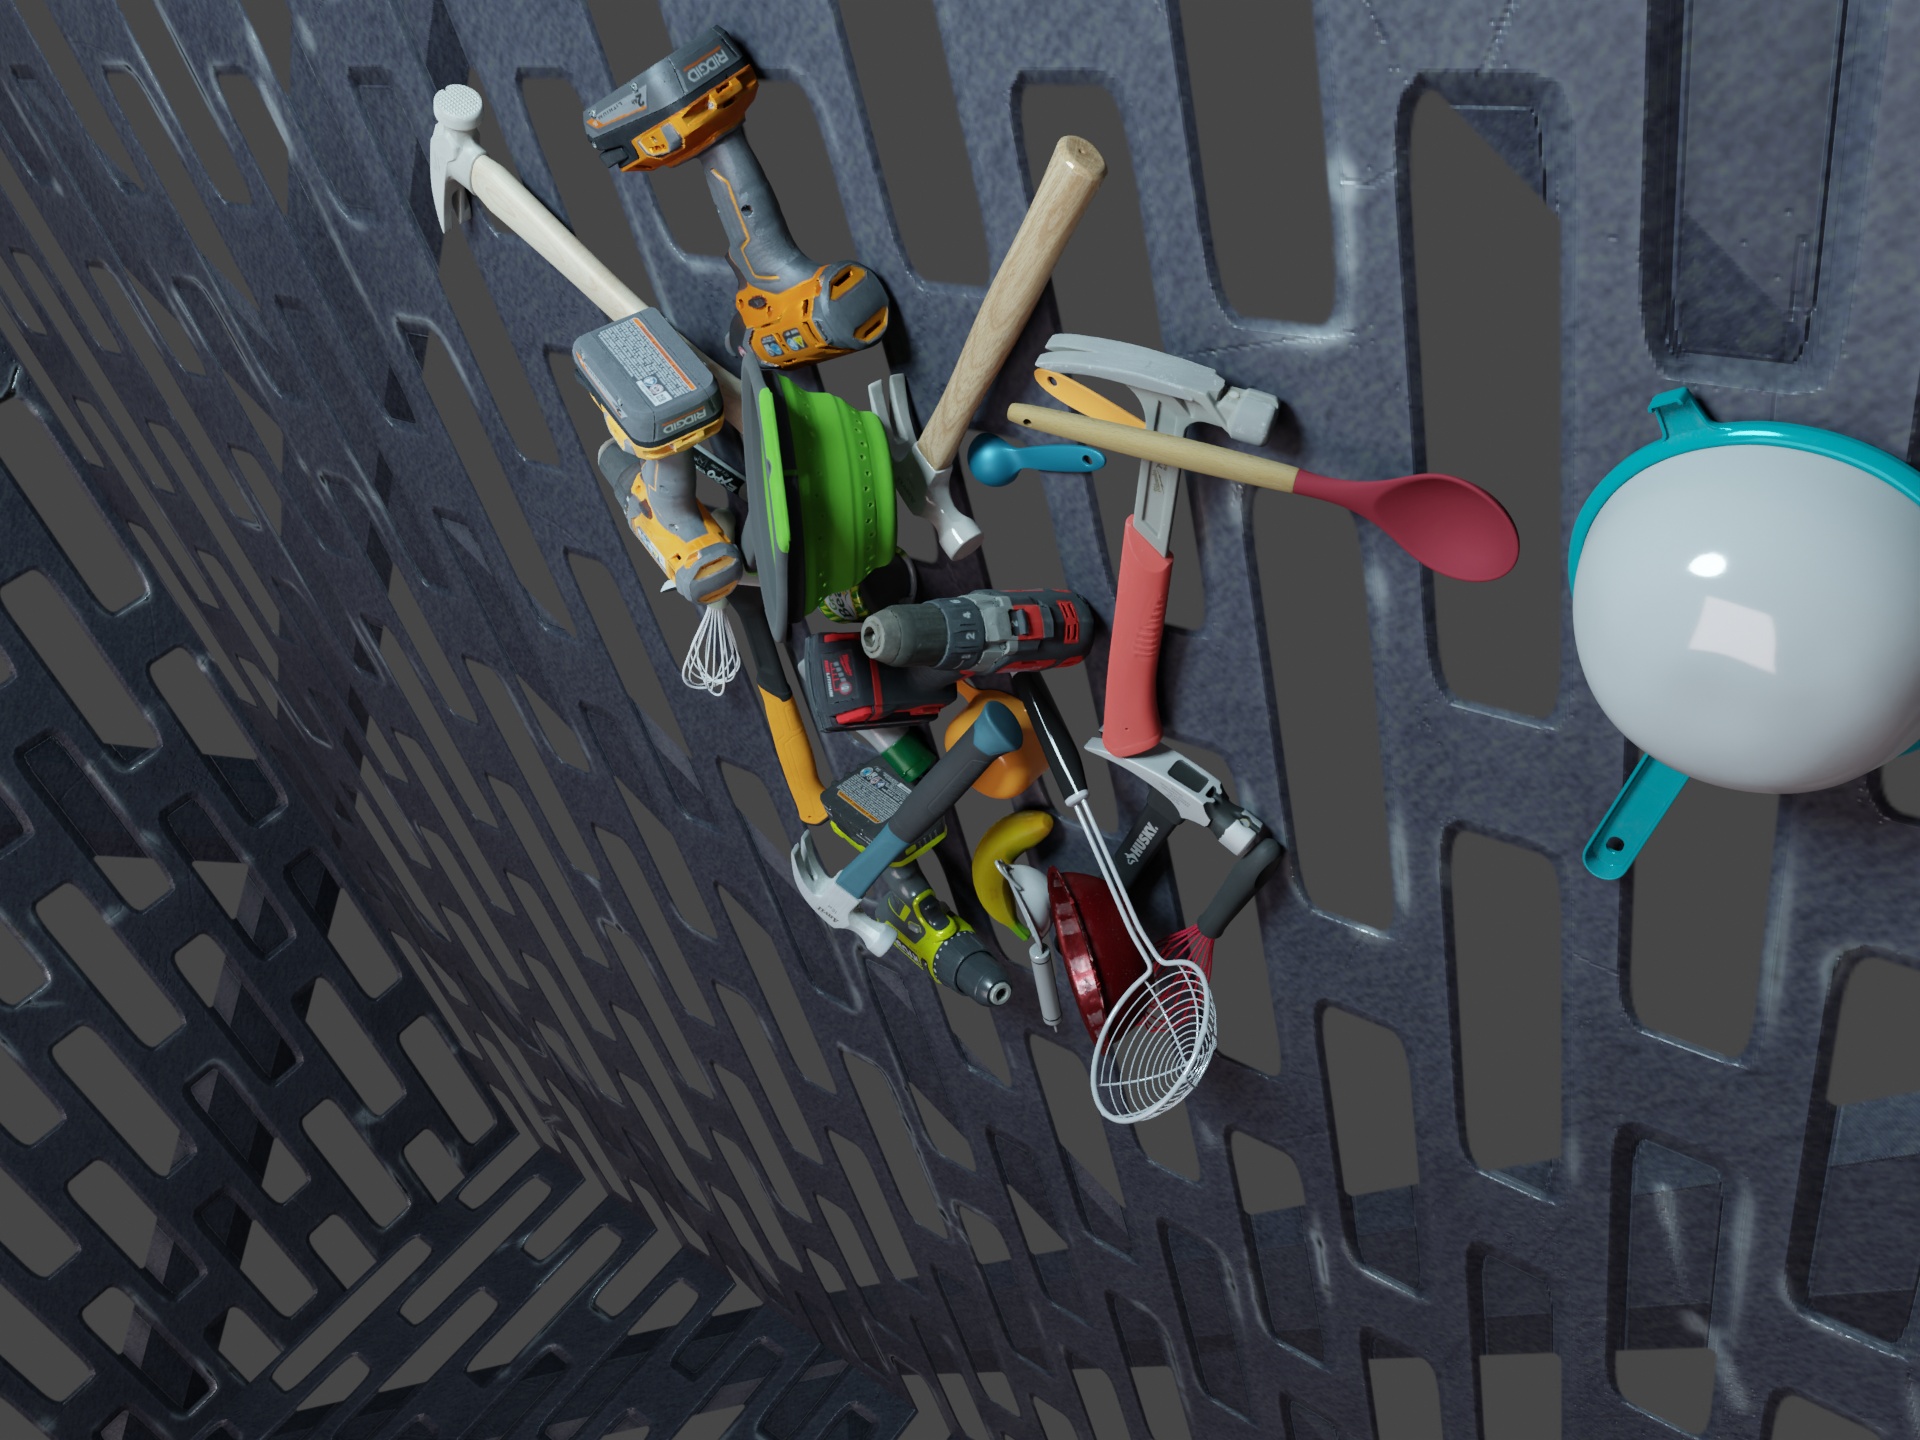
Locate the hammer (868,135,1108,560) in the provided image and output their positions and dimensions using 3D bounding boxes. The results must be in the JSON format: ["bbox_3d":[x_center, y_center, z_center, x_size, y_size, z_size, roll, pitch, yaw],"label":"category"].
[{"bbox_3d":[0.017,-0.248,1.048,0.130,0.031,0.331,54,147,14],"label":"hammer"}]

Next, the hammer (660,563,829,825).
[{"bbox_3d":[-0.181,-0.017,1.531,0.127,0.034,0.336,4,137,16],"label":"hammer"}]

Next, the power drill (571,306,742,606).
[{"bbox_3d":[-0.252,-0.223,1.292,0.185,0.084,0.226,50,158,28],"label":"power drill"}]

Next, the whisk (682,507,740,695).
[{"bbox_3d":[-0.232,-0.109,1.505,0.058,0.059,0.246,61,154,31],"label":"whisk"}]

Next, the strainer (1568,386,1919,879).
[{"bbox_3d":[0.390,0.004,0.848,0.211,0.095,0.340,33,145,21],"label":"strainer"}]

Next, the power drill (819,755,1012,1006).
[{"bbox_3d":[-0.037,0.162,1.519,0.191,0.080,0.228,32,150,51],"label":"power drill"}]

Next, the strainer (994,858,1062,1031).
[{"bbox_3d":[0.073,0.205,1.448,0.087,0.050,0.258,-117,10,-46],"label":"strainer"}]

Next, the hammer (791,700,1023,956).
[{"bbox_3d":[-0.042,0.088,1.361,0.128,0.033,0.331,37,134,-5],"label":"hammer"}]

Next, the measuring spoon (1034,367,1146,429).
[{"bbox_3d":[0.096,-0.206,1.043,0.117,0.011,0.021,34,148,26],"label":"measuring spoon"}]

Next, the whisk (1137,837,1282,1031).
[{"bbox_3d":[0.198,0.179,1.312,0.073,0.073,0.295,39,143,12],"label":"whisk"}]

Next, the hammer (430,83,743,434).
[{"bbox_3d":[-0.282,-0.339,1.310,0.411,0.038,0.146,42,150,6],"label":"hammer"}]

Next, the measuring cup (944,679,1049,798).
[{"bbox_3d":[-0.002,-0.004,1.341,0.173,0.052,0.095,42,148,3],"label":"measuring cup"}]

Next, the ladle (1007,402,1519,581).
[{"bbox_3d":[0.173,-0.146,0.942,0.315,0.031,0.069,18,140,18],"label":"ladle"}]

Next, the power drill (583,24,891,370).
[{"bbox_3d":[-0.161,-0.348,1.118,0.164,0.084,0.226,-1,130,51],"label":"power drill"}]

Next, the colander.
[{"bbox_3d":[-0.113,-0.157,1.214,0.397,0.094,0.204,165,98,-79],"label":"colander"}]

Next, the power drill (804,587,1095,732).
[{"bbox_3d":[-0.033,-0.049,1.201,0.227,0.187,0.080,-17,80,53],"label":"power drill"}]

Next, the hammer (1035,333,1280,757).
[{"bbox_3d":[0.117,-0.100,1.089,0.149,0.037,0.358,19,144,14],"label":"hammer"}]

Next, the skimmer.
[{"bbox_3d":[0.093,0.116,1.195,0.127,0.090,0.363,-38,68,43],"label":"skimmer"}]

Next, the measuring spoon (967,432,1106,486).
[{"bbox_3d":[0.049,-0.179,1.112,0.129,0.021,0.042,10,133,47],"label":"measuring spoon"}]

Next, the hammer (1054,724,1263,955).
[{"bbox_3d":[0.134,0.124,1.345,0.146,0.035,0.334,39,148,11],"label":"hammer"}]
